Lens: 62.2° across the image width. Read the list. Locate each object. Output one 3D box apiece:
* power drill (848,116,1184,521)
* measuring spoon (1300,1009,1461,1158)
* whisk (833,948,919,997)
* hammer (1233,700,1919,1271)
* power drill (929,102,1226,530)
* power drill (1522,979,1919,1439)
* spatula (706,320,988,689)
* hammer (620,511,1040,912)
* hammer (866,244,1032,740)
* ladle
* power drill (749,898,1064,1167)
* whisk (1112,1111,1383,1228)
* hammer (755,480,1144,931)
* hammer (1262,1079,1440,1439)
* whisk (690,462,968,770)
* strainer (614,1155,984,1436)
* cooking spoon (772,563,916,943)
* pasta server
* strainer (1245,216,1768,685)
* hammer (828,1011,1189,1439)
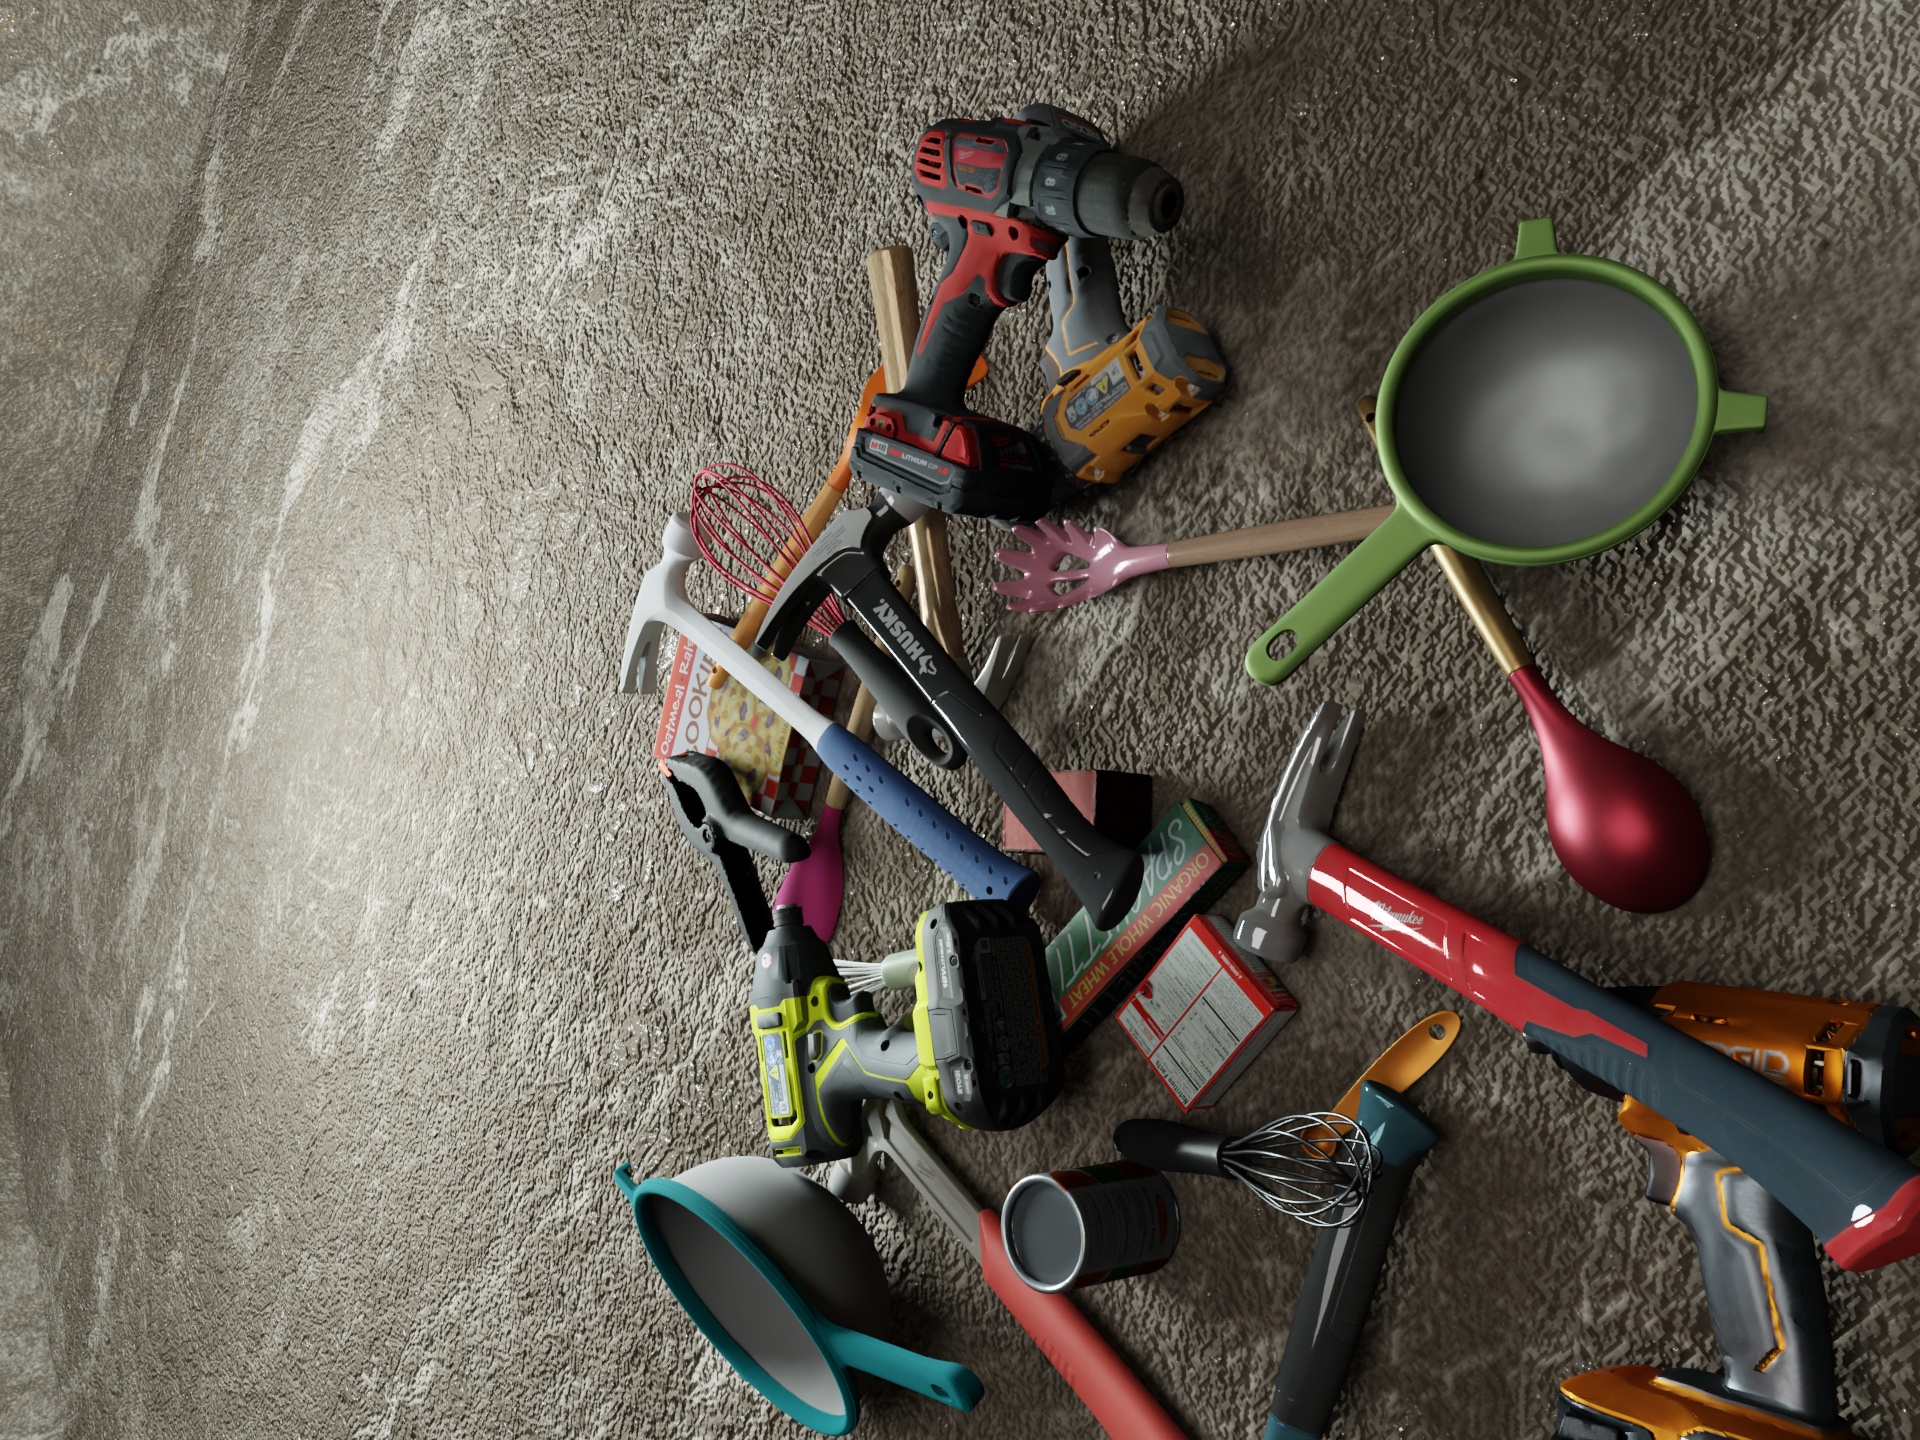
[{"bbox_3d":[0.031,-0.234,0.935,0.188,0.080,0.226,27,110,41],"label":"power drill"},{"bbox_3d":[0.220,0.190,0.832,0.021,0.011,0.117,45,116,14],"label":"measuring spoon"},{"bbox_3d":[-0.052,0.174,1.090,0.246,0.057,0.059,-19,29,39],"label":"whisk"},{"bbox_3d":[0.258,0.106,0.706,0.387,0.038,0.143,33,107,61],"label":"hammer"},{"bbox_3d":[0.055,-0.248,1.013,0.185,0.084,0.226,-37,64,39],"label":"power drill"},{"bbox_3d":[0.314,0.226,0.682,0.164,0.084,0.226,1,81,47],"label":"power drill"},{"bbox_3d":[-0.096,-0.149,1.161,0.322,0.041,0.081,-55,52,20],"label":"spatula"},{"bbox_3d":[-0.102,0.011,1.115,0.406,0.035,0.144,38,113,30],"label":"hammer"},{"bbox_3d":[-0.024,-0.154,1.074,0.130,0.031,0.331,-7,91,43],"label":"hammer"},{"bbox_3d":[0.272,-0.046,0.798,0.069,0.031,0.316,-42,55,35],"label":"ladle"},{"bbox_3d":[-0.049,0.189,1.010,0.223,0.080,0.171,-19,75,42],"label":"power drill"},{"bbox_3d":[0.142,0.228,0.841,0.239,0.055,0.055,158,112,-65],"label":"whisk"},{"bbox_3d":[-0.002,-0.003,0.968,0.146,0.035,0.335,-42,59,7],"label":"hammer"},{"bbox_3d":[0.178,0.347,0.816,0.128,0.033,0.331,18,94,17],"label":"hammer"},{"bbox_3d":[-0.093,-0.073,1.092,0.296,0.073,0.073,47,119,20],"label":"whisk"},{"bbox_3d":[-0.078,0.363,1.024,0.340,0.095,0.211,-7,115,50],"label":"strainer"},{"bbox_3d":[-0.084,0.038,1.159,0.069,0.017,0.319,30,107,43],"label":"cooking spoon"},{"bbox_3d":[0.139,-0.101,0.920,0.316,0.040,0.060,-4,79,49],"label":"pasta server"},{"bbox_3d":[0.244,-0.104,0.774,0.256,0.069,0.152,-44,65,13],"label":"strainer"},{"bbox_3d":[0.042,0.340,0.977,0.359,0.036,0.149,40,113,42],"label":"hammer"}]
